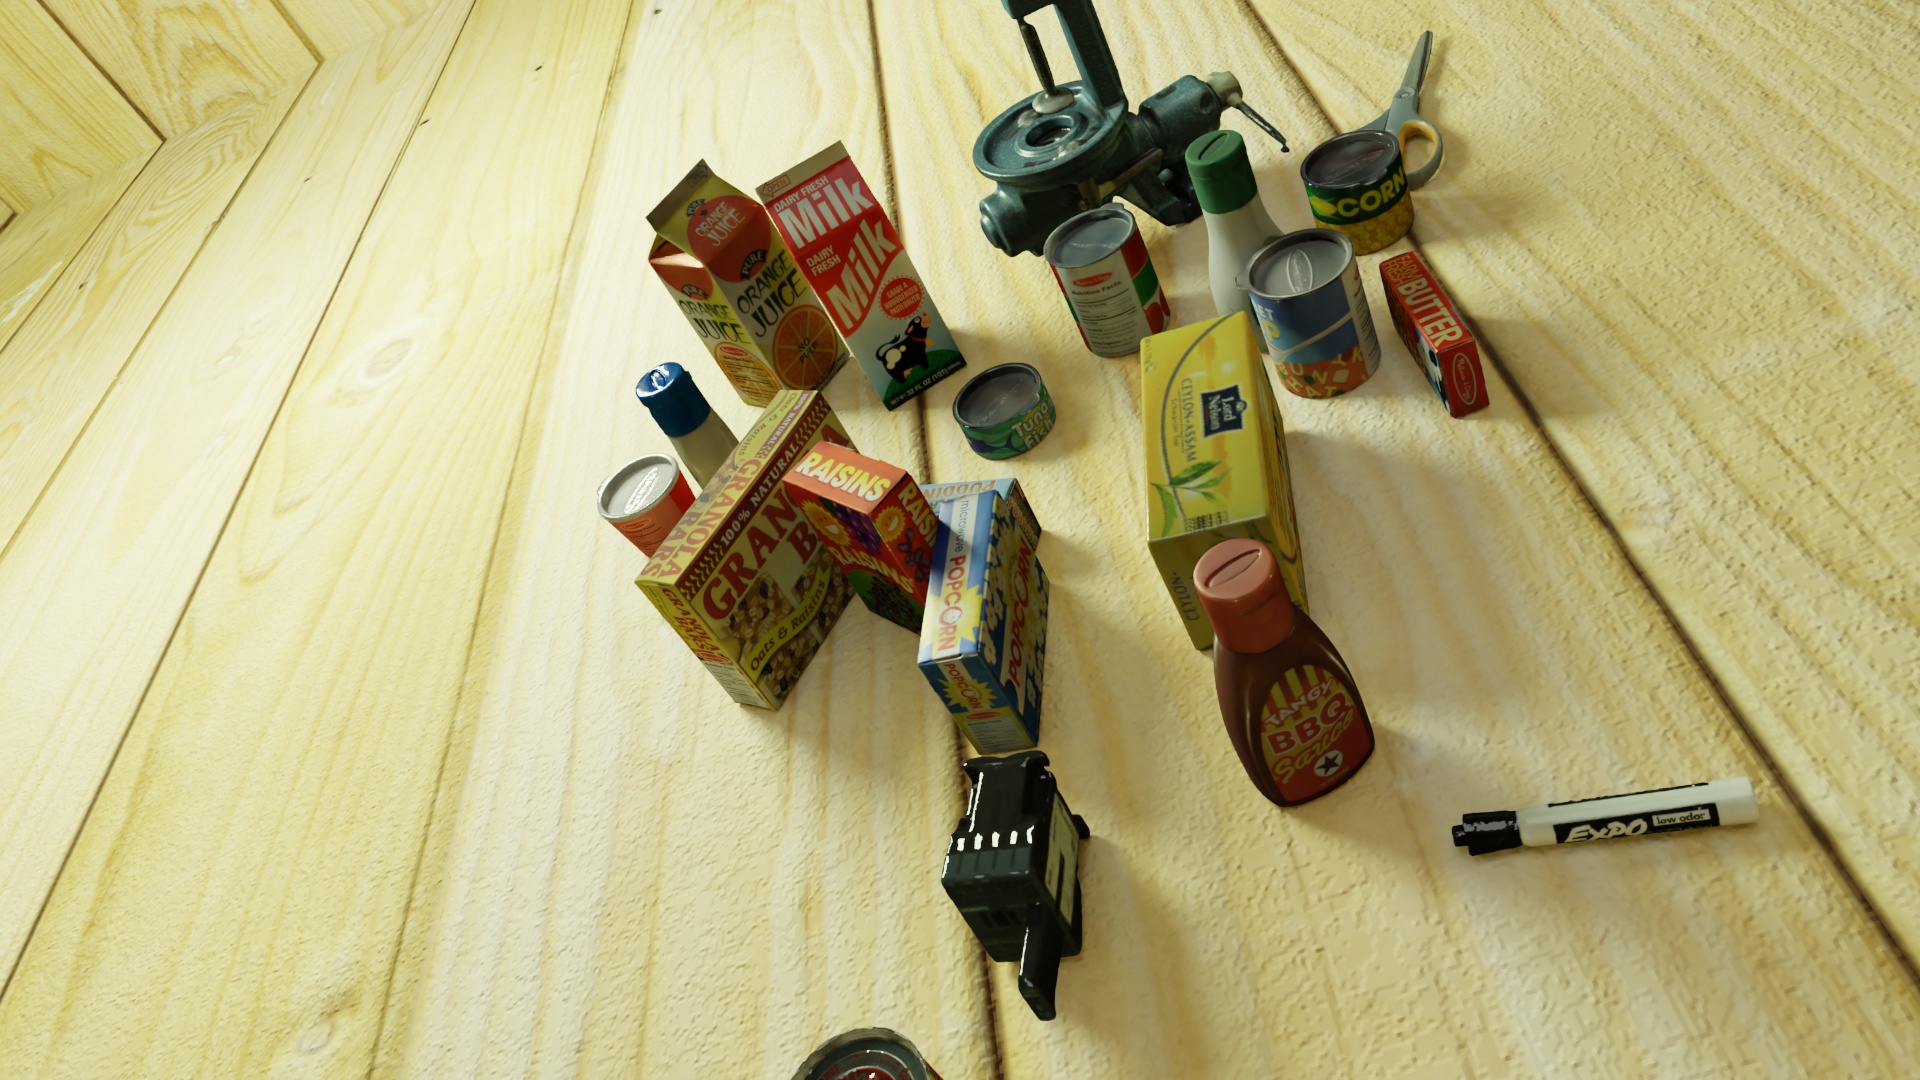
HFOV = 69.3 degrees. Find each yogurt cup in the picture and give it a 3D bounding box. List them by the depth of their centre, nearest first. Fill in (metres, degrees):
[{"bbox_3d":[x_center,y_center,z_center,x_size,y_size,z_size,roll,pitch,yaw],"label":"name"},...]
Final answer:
[{"bbox_3d":[-0.227,-0.023,1.032,0.072,0.053,0.073,-17,41,16],"label":"yogurt cup"}]

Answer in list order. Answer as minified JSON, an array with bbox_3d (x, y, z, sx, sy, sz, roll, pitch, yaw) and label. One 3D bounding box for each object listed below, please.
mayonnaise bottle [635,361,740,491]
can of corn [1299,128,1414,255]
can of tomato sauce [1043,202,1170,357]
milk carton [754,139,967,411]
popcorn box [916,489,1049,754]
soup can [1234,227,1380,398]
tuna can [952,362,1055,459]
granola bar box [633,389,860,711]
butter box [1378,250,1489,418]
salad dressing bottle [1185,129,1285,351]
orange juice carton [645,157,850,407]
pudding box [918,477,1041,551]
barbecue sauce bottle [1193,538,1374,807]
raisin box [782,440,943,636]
[{"bbox_3d":[-0.170,-0.057,0.959,0.041,0.147,0.065,-34,39,-4],"label":"mayonnaise bottle"},{"bbox_3d":[0.272,-0.236,0.946,0.071,0.058,0.071,-17,41,16],"label":"can of corn"},{"bbox_3d":[0.104,-0.182,0.973,0.071,0.082,0.071,-17,41,16],"label":"can of tomato sauce"},{"bbox_3d":[-0.074,-0.196,1.013,0.072,0.189,0.074,-31,39,0],"label":"milk carton"},{"bbox_3d":[0.016,0.045,0.785,0.038,0.085,0.127,-13,42,20],"label":"popcorn box"},{"bbox_3d":[0.216,-0.139,0.858,0.071,0.083,0.072,-17,41,16],"label":"soup can"},{"bbox_3d":[0.032,-0.089,0.958,0.071,0.032,0.071,-17,41,16],"label":"tuna can"},{"bbox_3d":[-0.115,0.005,0.878,0.039,0.123,0.166,6,52,36],"label":"granola bar box"},{"bbox_3d":[0.281,-0.124,0.827,0.024,0.053,0.104,-21,40,11],"label":"butter box"},{"bbox_3d":[0.180,-0.189,0.883,0.044,0.147,0.064,22,62,45],"label":"salad dressing bottle"},{"bbox_3d":[-0.170,-0.193,1.068,0.073,0.192,0.072,13,56,40],"label":"orange juice carton"},{"bbox_3d":[0.003,-0.011,0.880,0.083,0.049,0.030,-4,46,28],"label":"pudding box"},{"bbox_3d":[0.145,0.060,0.639,0.065,0.148,0.044,-33,39,-2],"label":"barbecue sauce bottle"},{"bbox_3d":[-0.043,0.002,0.837,0.086,0.123,0.040,22,62,44],"label":"raisin box"}]
